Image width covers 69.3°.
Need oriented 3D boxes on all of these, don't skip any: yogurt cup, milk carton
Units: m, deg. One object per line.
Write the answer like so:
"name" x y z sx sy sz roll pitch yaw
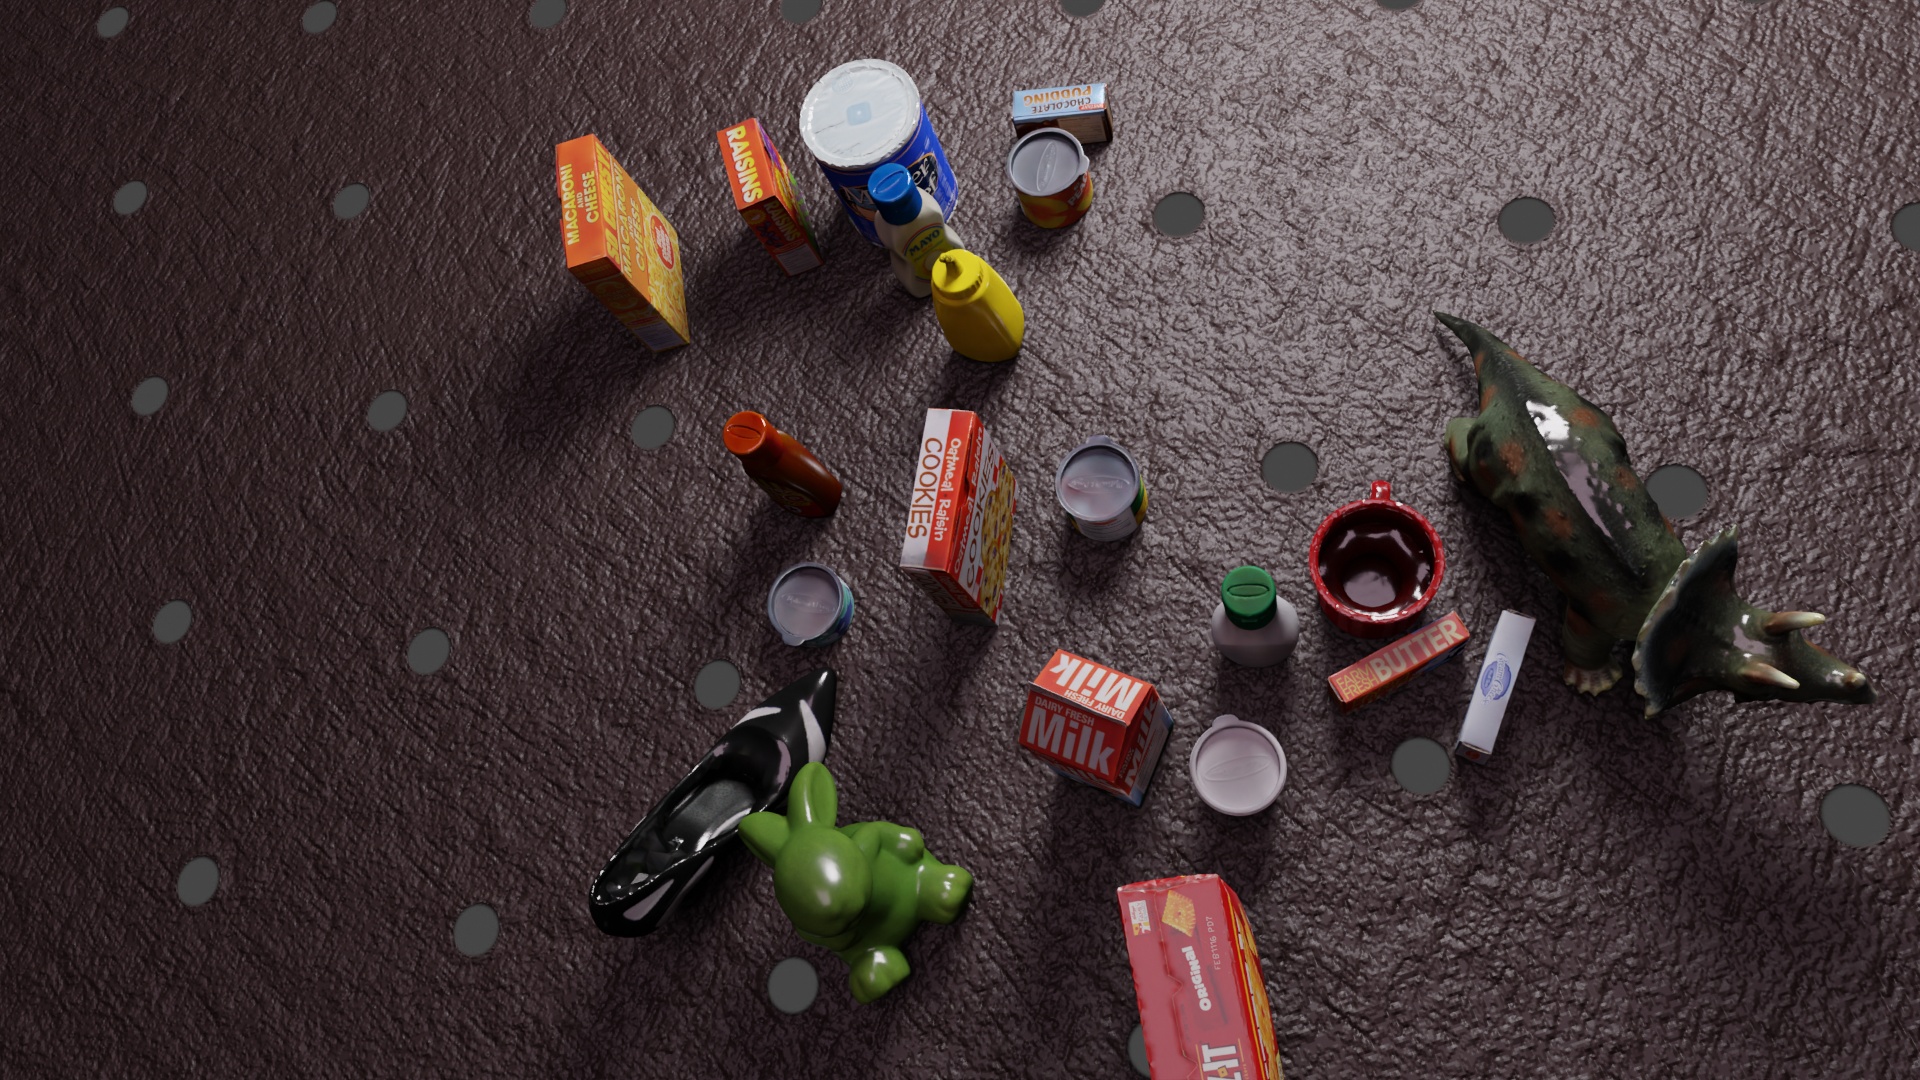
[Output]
"yogurt cup" 0.203 0.169 1.013 0.072 0.054 0.072 -4 72 13
"milk carton" 0.096 0.132 0.978 0.072 0.190 0.073 20 79 19

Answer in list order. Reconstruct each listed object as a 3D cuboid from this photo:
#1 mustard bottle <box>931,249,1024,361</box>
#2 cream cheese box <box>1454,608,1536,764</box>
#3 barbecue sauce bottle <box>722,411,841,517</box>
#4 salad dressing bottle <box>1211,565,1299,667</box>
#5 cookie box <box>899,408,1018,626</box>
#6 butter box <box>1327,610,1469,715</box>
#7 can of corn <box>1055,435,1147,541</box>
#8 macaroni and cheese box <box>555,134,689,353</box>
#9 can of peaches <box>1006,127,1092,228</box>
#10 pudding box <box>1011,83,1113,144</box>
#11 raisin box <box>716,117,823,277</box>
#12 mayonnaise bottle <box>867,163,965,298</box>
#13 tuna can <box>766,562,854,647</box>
"mustard bottle" 0.009 -0.195 1.123 0.065 0.160 0.049 4 74 15
"cream cheese box" 0.380 0.105 0.990 0.024 0.053 0.104 19 78 19
"barbecue sauce bottle" -0.147 -0.061 1.124 0.065 0.148 0.044 14 77 18
"salad dressing bottle" 0.210 0.055 0.998 0.064 0.147 0.044 -2 72 13
"cookie box" 0.004 -0.013 1.061 0.040 0.167 0.123 5 74 15
"butter box" 0.318 0.090 1.011 0.103 0.053 0.024 -29 68 3
"can of corn" 0.113 -0.040 1.101 0.071 0.058 0.071 -4 72 13
"macaroni and cheese box" -0.294 -0.254 1.213 0.040 0.166 0.124 -14 70 9
"can of peaches" 0.080 -0.311 1.198 0.071 0.058 0.071 -4 72 13
"pudding box" 0.090 -0.372 1.220 0.084 0.049 0.030 -2 72 13
"raisin box" -0.166 -0.299 1.219 0.040 0.123 0.086 -19 69 7
"mayonnaise bottle" -0.040 -0.260 1.162 0.065 0.147 0.041 -37 68 1
"tuna can" -0.123 0.056 1.142 0.071 0.032 0.071 -4 72 13
